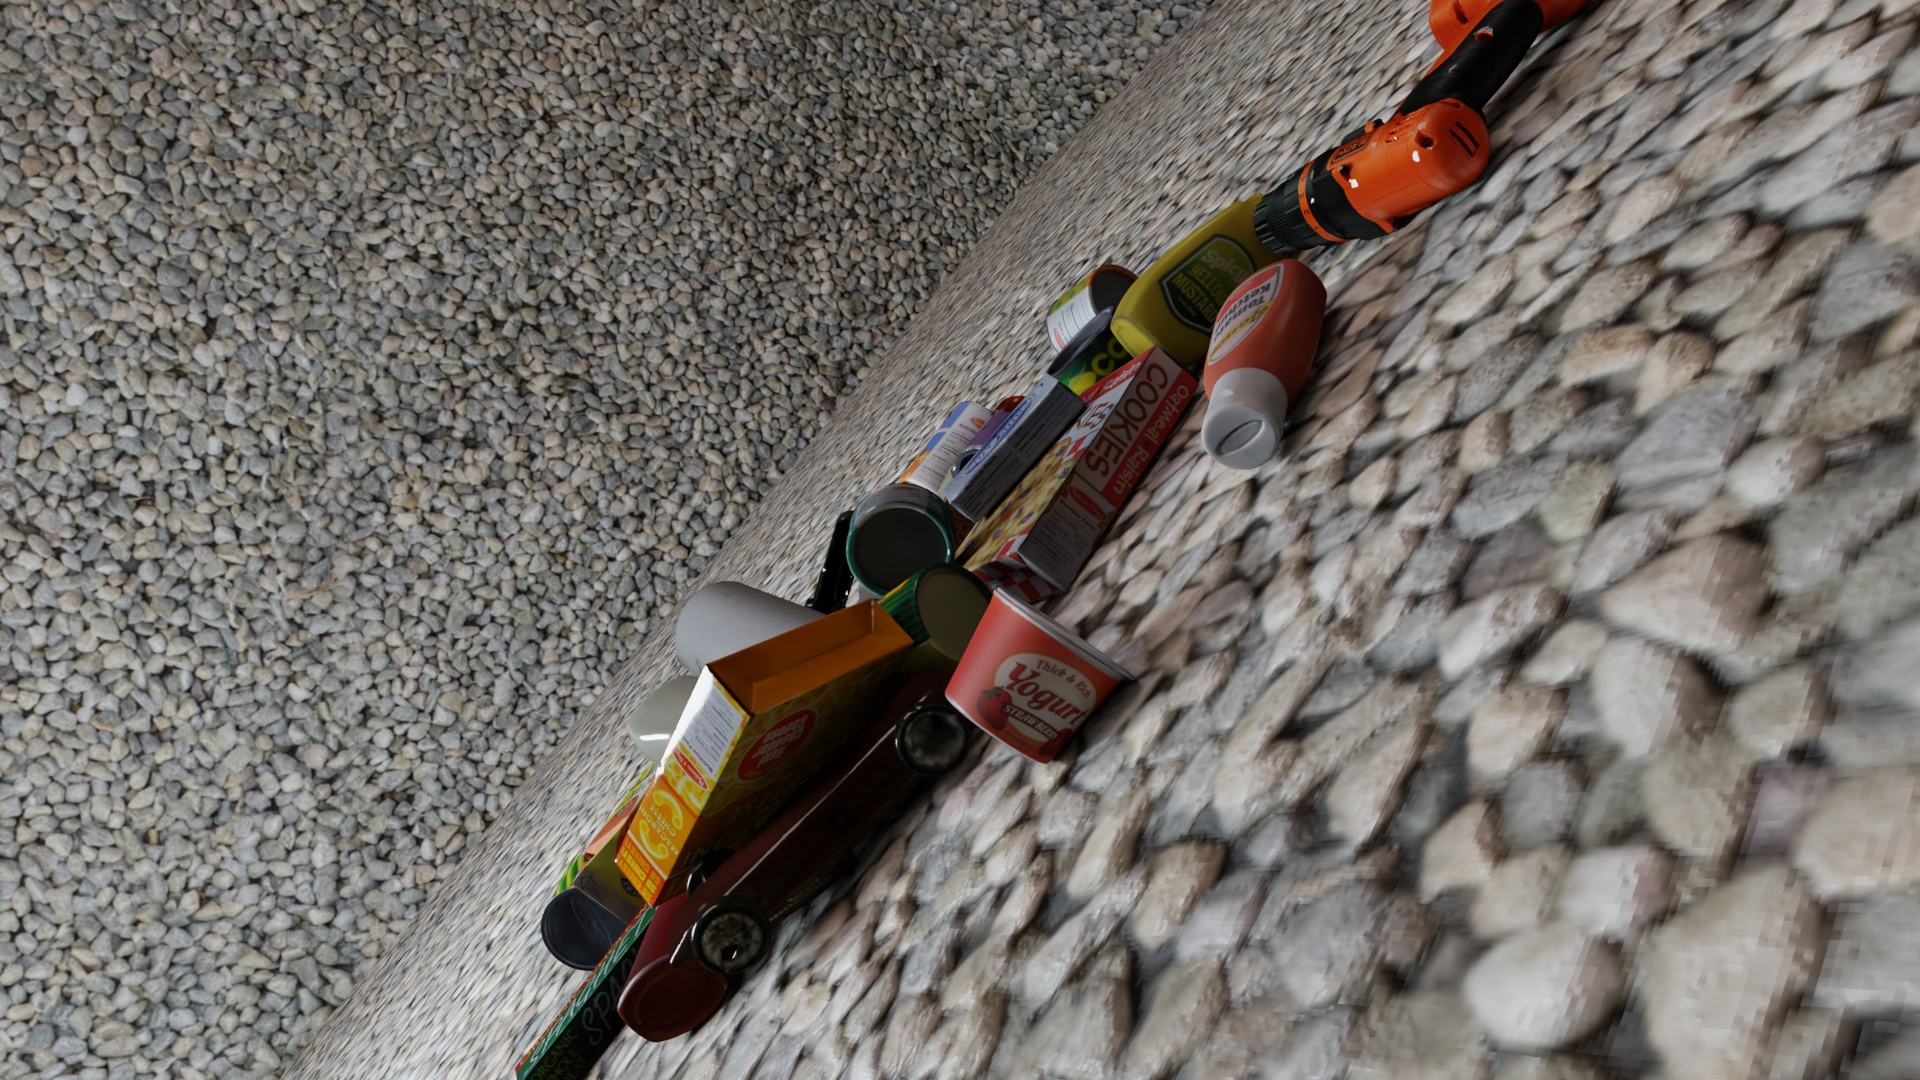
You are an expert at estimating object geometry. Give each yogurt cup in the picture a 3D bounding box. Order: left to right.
[{"bbox_3d":[0.030,0.060,0.603,0.054,0.072,0.072,-56,11,1],"label":"yogurt cup"}]

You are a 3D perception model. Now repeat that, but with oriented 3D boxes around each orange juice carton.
[{"bbox_3d":[-0.197,0.191,0.988,0.072,0.072,0.194,-40,14,40],"label":"orange juice carton"}]

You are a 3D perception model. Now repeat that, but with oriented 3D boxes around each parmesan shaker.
[{"bbox_3d":[-0.029,0.063,0.811,0.102,0.071,0.072,-36,16,41],"label":"parmesan shaker"}]

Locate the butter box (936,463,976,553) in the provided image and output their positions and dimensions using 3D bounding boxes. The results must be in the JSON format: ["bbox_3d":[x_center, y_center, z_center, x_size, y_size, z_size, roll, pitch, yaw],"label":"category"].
[{"bbox_3d":[0.003,-0.012,0.971,0.024,0.053,0.104,-37,16,35],"label":"butter box"}]

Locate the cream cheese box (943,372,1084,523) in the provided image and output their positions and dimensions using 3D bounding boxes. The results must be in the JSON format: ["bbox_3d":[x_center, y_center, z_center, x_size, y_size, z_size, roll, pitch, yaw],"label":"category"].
[{"bbox_3d":[0.033,-0.059,0.879,0.103,0.024,0.053,-48,12,4],"label":"cream cheese box"}]

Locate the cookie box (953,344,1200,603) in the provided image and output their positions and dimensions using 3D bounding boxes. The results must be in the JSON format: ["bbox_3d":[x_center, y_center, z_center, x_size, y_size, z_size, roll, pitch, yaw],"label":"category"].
[{"bbox_3d":[0.064,-0.032,0.846,0.168,0.040,0.122,-54,12,-25],"label":"cookie box"}]

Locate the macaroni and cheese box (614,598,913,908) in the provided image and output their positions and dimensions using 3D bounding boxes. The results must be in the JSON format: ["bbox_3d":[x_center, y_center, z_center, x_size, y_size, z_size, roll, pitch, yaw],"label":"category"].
[{"bbox_3d":[-0.109,0.116,0.760,0.124,0.040,0.165,-20,-32,-49],"label":"macaroni and cheese box"}]

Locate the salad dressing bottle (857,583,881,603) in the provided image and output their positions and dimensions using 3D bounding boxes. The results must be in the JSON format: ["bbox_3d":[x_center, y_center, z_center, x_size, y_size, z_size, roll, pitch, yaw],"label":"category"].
[{"bbox_3d":[-0.054,0.040,1.038,0.064,0.044,0.148,-44,13,29],"label":"salad dressing bottle"}]

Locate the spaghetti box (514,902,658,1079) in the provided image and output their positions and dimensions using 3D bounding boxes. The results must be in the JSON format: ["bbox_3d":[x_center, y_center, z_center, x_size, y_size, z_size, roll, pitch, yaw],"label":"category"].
[{"bbox_3d":[-0.189,0.246,0.885,0.251,0.028,0.050,-52,11,-19],"label":"spaghetti box"}]

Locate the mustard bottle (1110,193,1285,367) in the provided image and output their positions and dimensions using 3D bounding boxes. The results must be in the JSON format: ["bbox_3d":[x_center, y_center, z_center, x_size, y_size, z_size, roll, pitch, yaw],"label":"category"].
[{"bbox_3d":[0.167,-0.176,0.887,0.160,0.065,0.049,-46,6,-11],"label":"mustard bottle"}]

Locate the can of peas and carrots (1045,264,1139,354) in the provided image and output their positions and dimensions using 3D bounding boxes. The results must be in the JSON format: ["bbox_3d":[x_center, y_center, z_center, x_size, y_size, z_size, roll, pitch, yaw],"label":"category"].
[{"bbox_3d":[0.111,-0.175,1.084,0.058,0.071,0.071,-32,20,54],"label":"can of peas and carrots"}]

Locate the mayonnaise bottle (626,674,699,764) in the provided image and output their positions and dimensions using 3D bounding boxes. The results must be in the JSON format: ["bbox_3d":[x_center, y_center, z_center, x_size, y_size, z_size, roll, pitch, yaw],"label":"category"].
[{"bbox_3d":[-0.160,0.131,0.915,0.065,0.041,0.148,-43,33,-27],"label":"mayonnaise bottle"}]

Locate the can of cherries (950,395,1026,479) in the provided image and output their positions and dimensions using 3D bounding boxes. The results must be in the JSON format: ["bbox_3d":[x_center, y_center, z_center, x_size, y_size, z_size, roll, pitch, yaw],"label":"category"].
[{"bbox_3d":[0.037,-0.058,0.953,0.059,0.071,0.071,-55,13,-31],"label":"can of cherries"}]

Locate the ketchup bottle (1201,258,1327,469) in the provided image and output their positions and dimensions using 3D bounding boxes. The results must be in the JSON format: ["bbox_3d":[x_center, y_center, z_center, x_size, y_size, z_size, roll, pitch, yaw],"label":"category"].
[{"bbox_3d":[0.150,-0.087,0.699,0.064,0.043,0.149,-40,14,35],"label":"ketchup bottle"}]

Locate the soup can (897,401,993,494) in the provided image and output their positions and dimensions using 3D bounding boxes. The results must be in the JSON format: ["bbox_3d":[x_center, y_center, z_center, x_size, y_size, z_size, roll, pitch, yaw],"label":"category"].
[{"bbox_3d":[0.000,-0.057,1.107,0.084,0.071,0.071,-52,12,-18],"label":"soup can"}]

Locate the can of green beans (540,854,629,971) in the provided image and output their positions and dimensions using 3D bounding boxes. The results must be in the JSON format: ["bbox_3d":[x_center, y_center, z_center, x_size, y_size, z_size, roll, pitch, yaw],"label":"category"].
[{"bbox_3d":[-0.260,0.264,0.994,0.071,0.071,0.058,-46,11,9],"label":"can of green beans"}]

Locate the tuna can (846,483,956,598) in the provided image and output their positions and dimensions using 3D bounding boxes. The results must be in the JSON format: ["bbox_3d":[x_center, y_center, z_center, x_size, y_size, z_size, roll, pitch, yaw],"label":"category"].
[{"bbox_3d":[-0.035,0.004,0.838,0.071,0.071,0.033,-45,14,15],"label":"tuna can"}]

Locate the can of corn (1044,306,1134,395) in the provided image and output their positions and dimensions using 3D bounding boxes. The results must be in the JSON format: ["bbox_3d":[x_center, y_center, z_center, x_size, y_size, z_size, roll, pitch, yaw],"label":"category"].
[{"bbox_3d":[0.101,-0.115,0.934,0.071,0.058,0.071,-46,11,12],"label":"can of corn"}]

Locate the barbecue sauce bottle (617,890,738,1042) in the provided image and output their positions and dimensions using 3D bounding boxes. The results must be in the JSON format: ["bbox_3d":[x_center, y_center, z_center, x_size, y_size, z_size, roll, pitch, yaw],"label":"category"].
[{"bbox_3d":[-0.151,0.219,0.793,0.065,0.043,0.149,-39,12,9],"label":"barbecue sauce bottle"}]
